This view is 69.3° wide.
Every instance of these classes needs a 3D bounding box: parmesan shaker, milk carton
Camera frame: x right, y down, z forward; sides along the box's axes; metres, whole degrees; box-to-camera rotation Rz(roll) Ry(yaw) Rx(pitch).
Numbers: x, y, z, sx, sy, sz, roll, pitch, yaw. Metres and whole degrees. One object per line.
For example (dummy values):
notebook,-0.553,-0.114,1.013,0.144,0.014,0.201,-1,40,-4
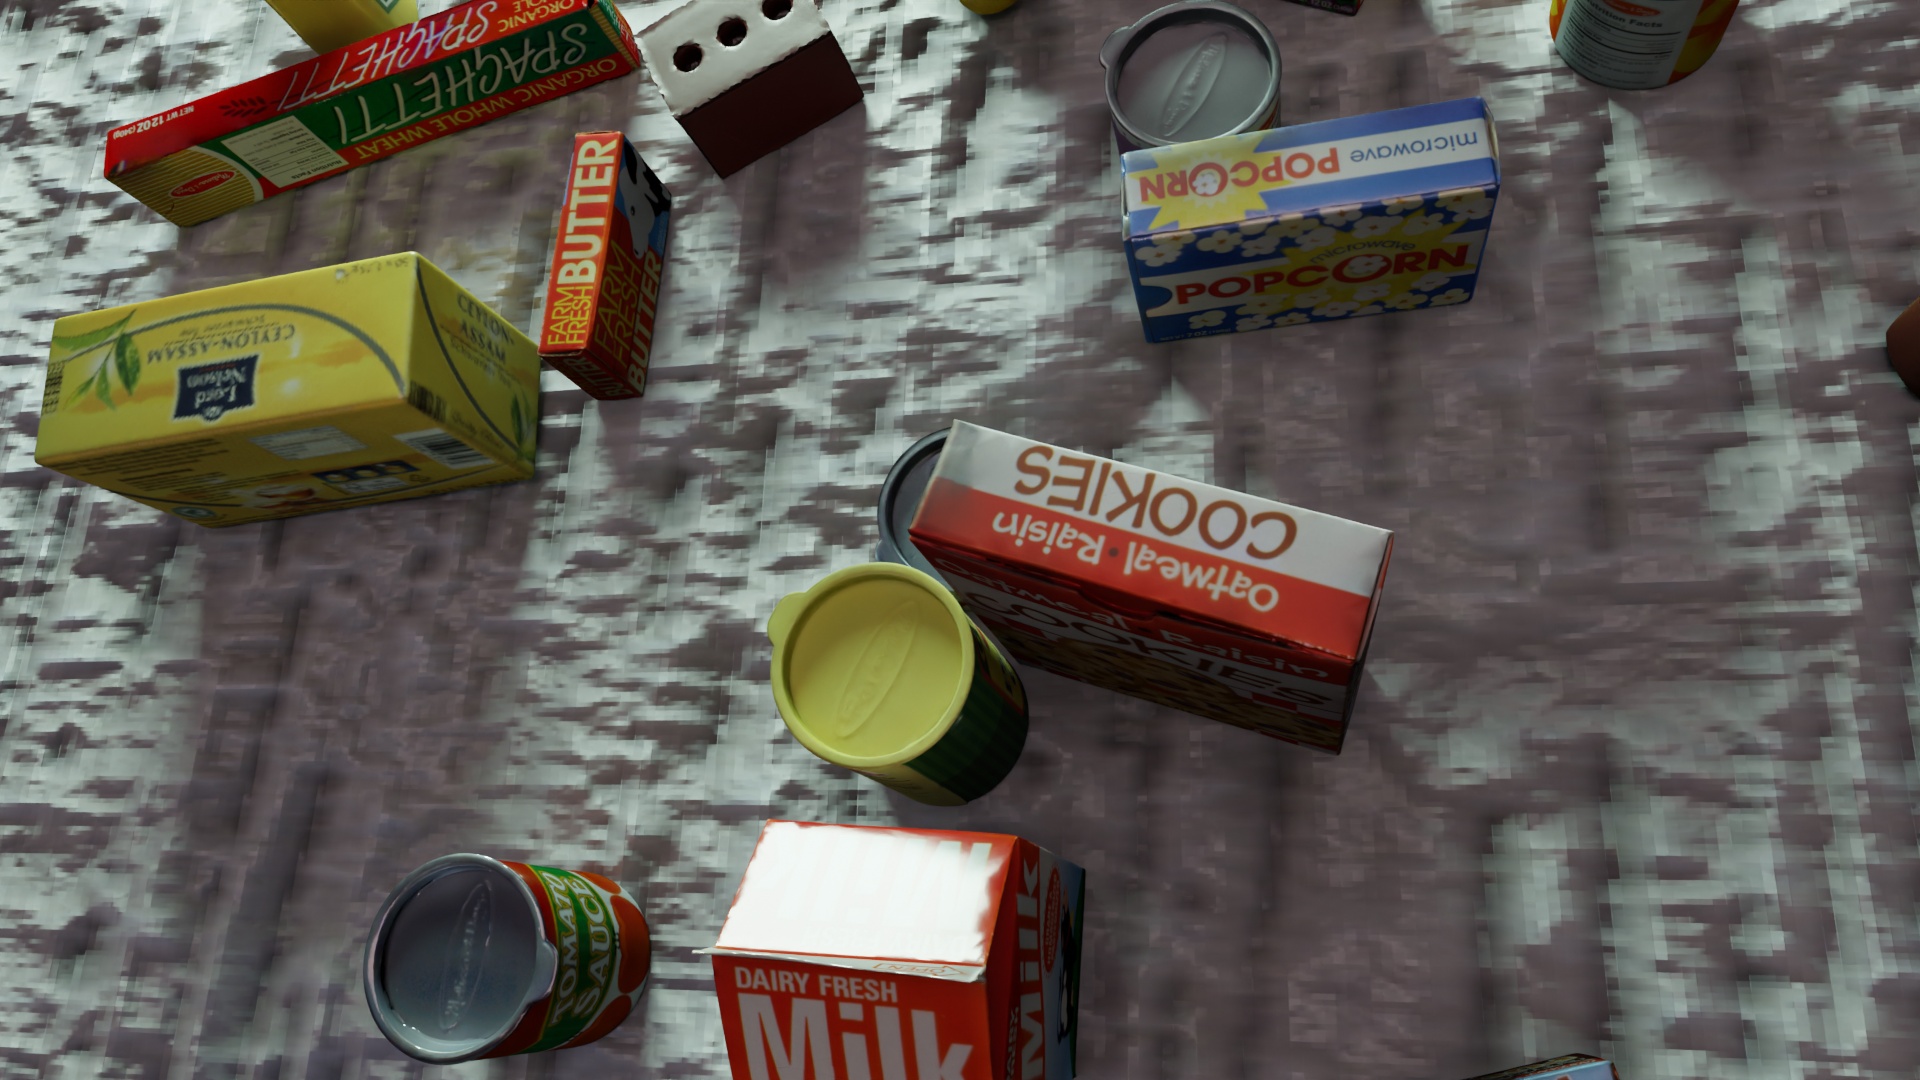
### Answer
parmesan shaker,-0.019,0.052,0.482,0.071,0.103,0.071,-4,72,12
milk carton,-0.010,0.125,0.410,0.072,0.190,0.073,0,73,13

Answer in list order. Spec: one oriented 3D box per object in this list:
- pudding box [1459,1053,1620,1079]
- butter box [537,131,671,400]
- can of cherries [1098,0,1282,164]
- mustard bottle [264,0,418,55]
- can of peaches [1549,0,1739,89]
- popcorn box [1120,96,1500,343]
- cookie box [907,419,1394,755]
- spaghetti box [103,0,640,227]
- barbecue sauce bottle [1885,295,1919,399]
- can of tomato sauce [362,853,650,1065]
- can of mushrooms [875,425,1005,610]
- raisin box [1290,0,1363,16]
pudding box,0.159,0.183,0.427,0.084,0.049,0.030,-17,70,8
butter box,-0.150,-0.116,0.593,0.024,0.053,0.104,0,73,13
can of cherries,0.091,-0.169,0.551,0.071,0.058,0.071,-4,72,12
mustard bottle,-0.307,-0.279,0.624,0.049,0.160,0.065,-19,70,7
can of peaches,0.264,-0.216,0.526,0.071,0.058,0.071,-4,72,12
popcorn box,0.126,-0.114,0.510,0.127,0.085,0.038,-6,72,11
cookie box,0.065,0.023,0.437,0.123,0.167,0.040,15,77,17
spaghetti box,-0.275,-0.206,0.652,0.250,0.050,0.029,-16,70,8
barbecue sauce bottle,0.342,-0.089,0.418,0.065,0.148,0.044,-16,70,8
can of tomato sauce,-0.156,0.148,0.494,0.071,0.083,0.071,-4,72,12
can of mushrooms,0.002,-0.007,0.533,0.071,0.033,0.071,-4,72,12
raisin box,0.124,-0.267,0.539,0.086,0.123,0.040,23,80,19
